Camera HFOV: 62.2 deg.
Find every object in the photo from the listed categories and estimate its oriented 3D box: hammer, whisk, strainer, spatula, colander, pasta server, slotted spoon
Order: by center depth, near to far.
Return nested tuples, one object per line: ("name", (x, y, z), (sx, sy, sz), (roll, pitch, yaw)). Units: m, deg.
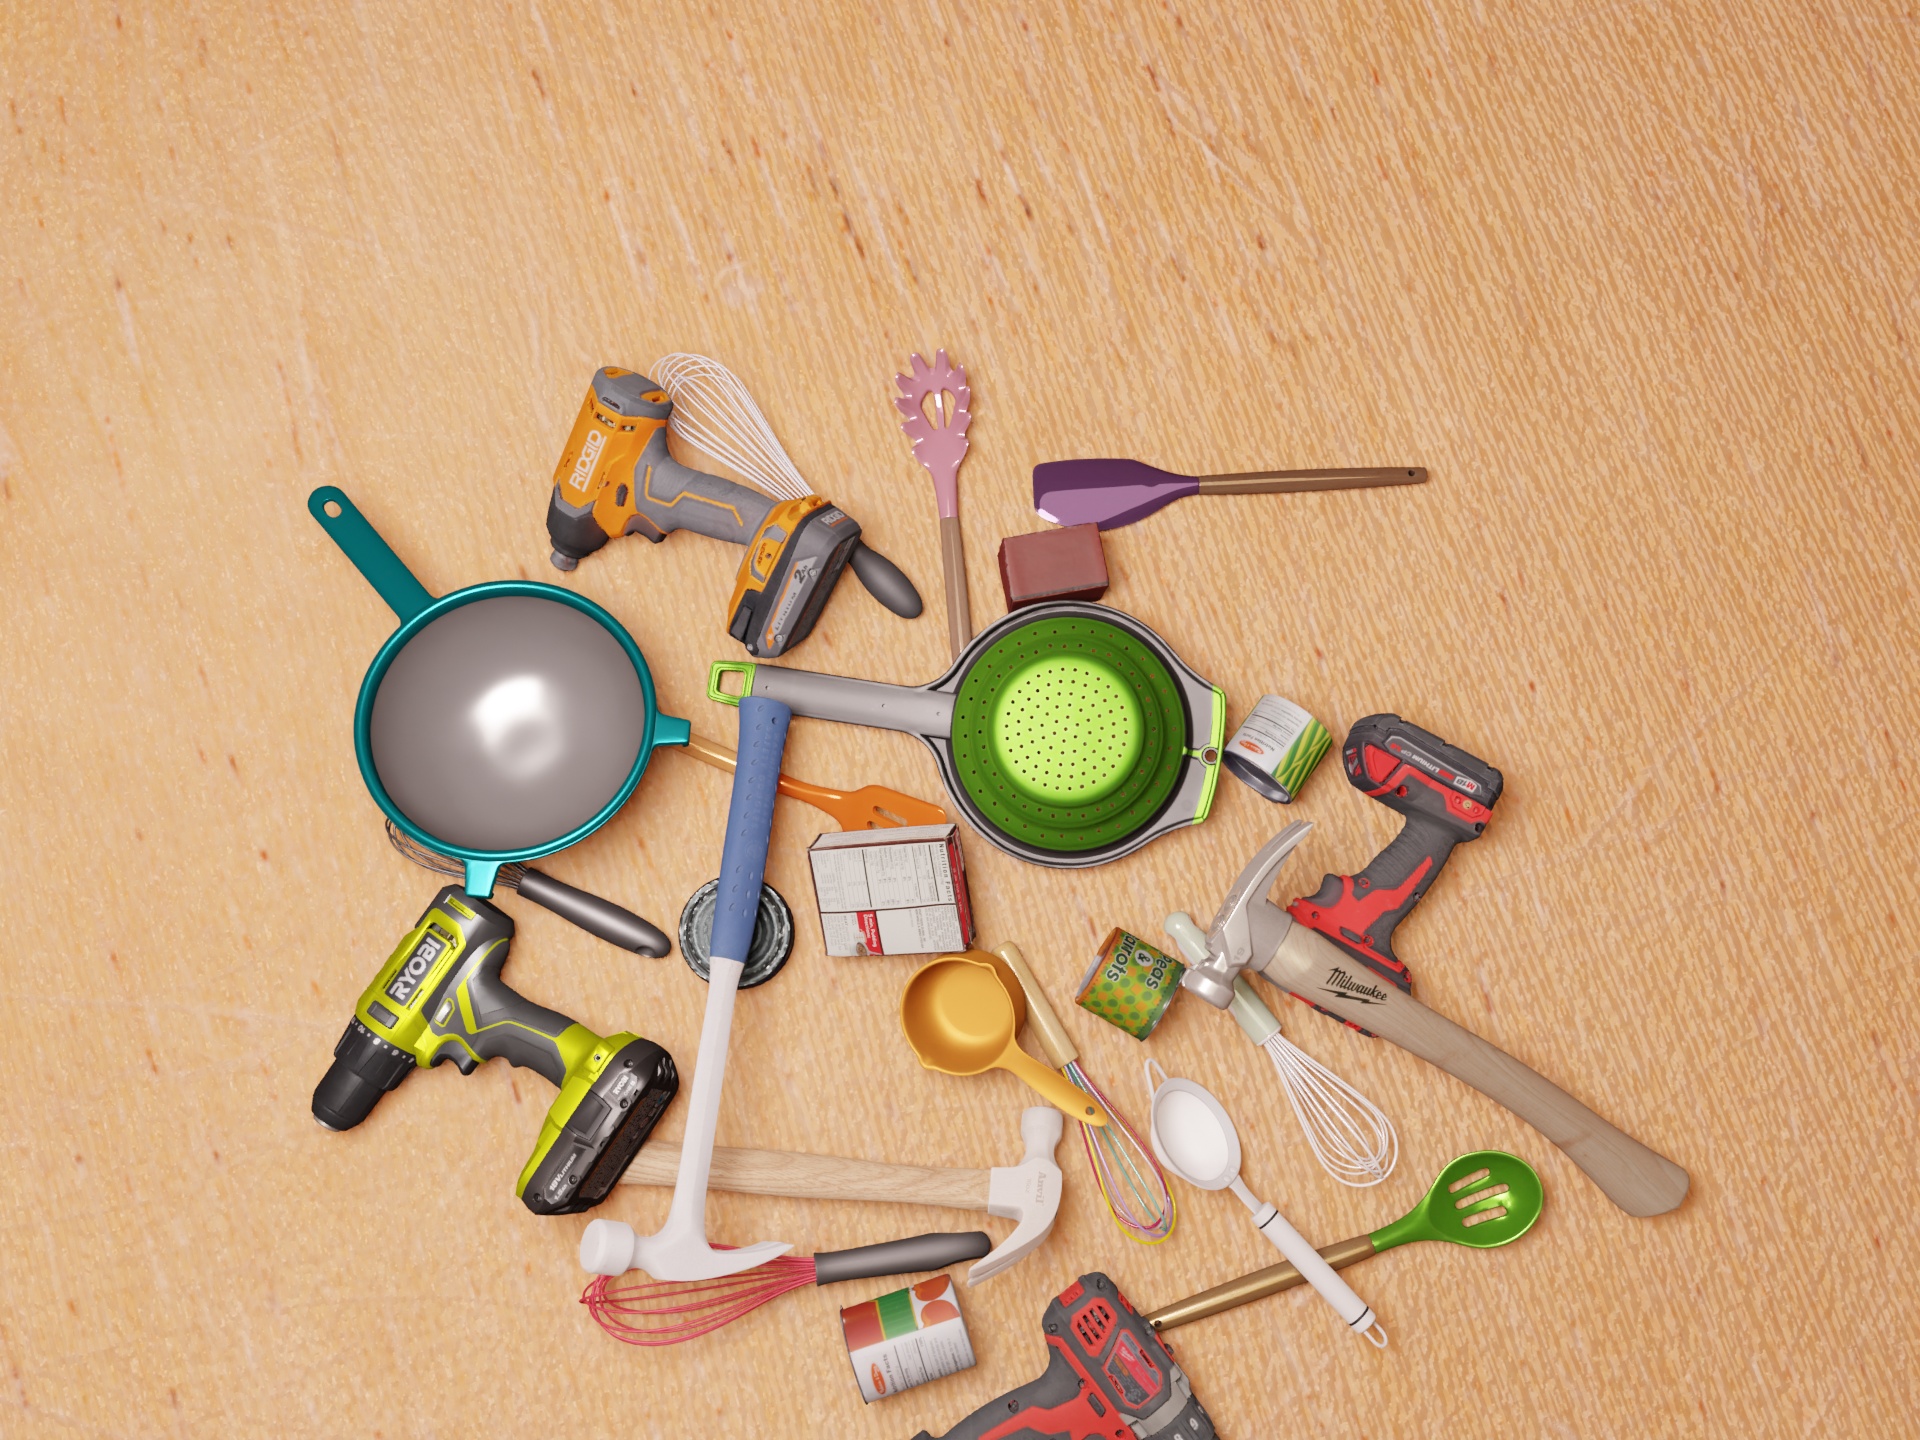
("hammer", (-0.161, 0.181, 1.117), (0.144, 0.035, 0.406), (19, 67, -33))
("whisk", (-0.123, 0.398, 1.142), (0.296, 0.073, 0.073), (-6, 81, -8))
("hammer", (-0.093, 0.333, 1.148), (0.331, 0.031, 0.130), (3, 48, 4))
("hammer", (0.363, 0.231, 1.149), (0.410, 0.038, 0.146), (32, 87, -9))
("strainer", (0.213, 0.355, 1.156), (0.258, 0.050, 0.087), (46, 37, 11))
("slotted spoon", (0.278, 0.393, 1.173), (0.313, 0.031, 0.070), (-19, 81, -3))
("colander", (-0.002, -0.004, 1.176), (0.397, 0.094, 0.204), (9, 88, 5))
("whisk", (0.088, 0.275, 1.178), (0.047, 0.051, 0.245), (-30, 80, -1))
("strainer", (-0.367, -0.035, 1.178), (0.211, 0.095, 0.340), (-39, 77, -15))
("whisk", (0.235, 0.242, 1.187), (0.059, 0.057, 0.246), (-39, 79, 1))
("whisk", (-0.323, 0.118, 1.188), (0.239, 0.055, 0.055), (27, 81, -2))
("spatula", (-0.165, 0.038, 1.208), (0.322, 0.041, 0.081), (23, 106, 4))
("whisk", (-0.133, -0.183, 1.242), (0.284, 0.070, 0.070), (44, 82, 0))
("pasta server", (-0.008, -0.133, 1.244), (0.060, 0.040, 0.316), (-7, 82, 9))
("spatula", (0.215, -0.187, 1.271), (0.316, 0.018, 0.060), (-3, 82, -1))

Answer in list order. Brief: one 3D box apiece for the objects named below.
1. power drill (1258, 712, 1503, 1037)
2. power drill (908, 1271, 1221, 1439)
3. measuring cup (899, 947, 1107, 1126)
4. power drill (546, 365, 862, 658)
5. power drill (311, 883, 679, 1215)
("power drill", (0.301, 0.112, 1.197), (0.143, 0.078, 0.220), (28, 84, 2))
("power drill", (0.072, 0.528, 1.116), (0.226, 0.080, 0.188), (-37, 84, -8))
("measuring cup", (0.039, 0.235, 1.162), (0.174, 0.052, 0.095), (34, 104, 10))
("power drill", (-0.207, -0.142, 1.203), (0.226, 0.084, 0.164), (32, 114, 5))
("power drill", (-0.337, 0.252, 1.136), (0.228, 0.080, 0.190), (31, 79, 16))
